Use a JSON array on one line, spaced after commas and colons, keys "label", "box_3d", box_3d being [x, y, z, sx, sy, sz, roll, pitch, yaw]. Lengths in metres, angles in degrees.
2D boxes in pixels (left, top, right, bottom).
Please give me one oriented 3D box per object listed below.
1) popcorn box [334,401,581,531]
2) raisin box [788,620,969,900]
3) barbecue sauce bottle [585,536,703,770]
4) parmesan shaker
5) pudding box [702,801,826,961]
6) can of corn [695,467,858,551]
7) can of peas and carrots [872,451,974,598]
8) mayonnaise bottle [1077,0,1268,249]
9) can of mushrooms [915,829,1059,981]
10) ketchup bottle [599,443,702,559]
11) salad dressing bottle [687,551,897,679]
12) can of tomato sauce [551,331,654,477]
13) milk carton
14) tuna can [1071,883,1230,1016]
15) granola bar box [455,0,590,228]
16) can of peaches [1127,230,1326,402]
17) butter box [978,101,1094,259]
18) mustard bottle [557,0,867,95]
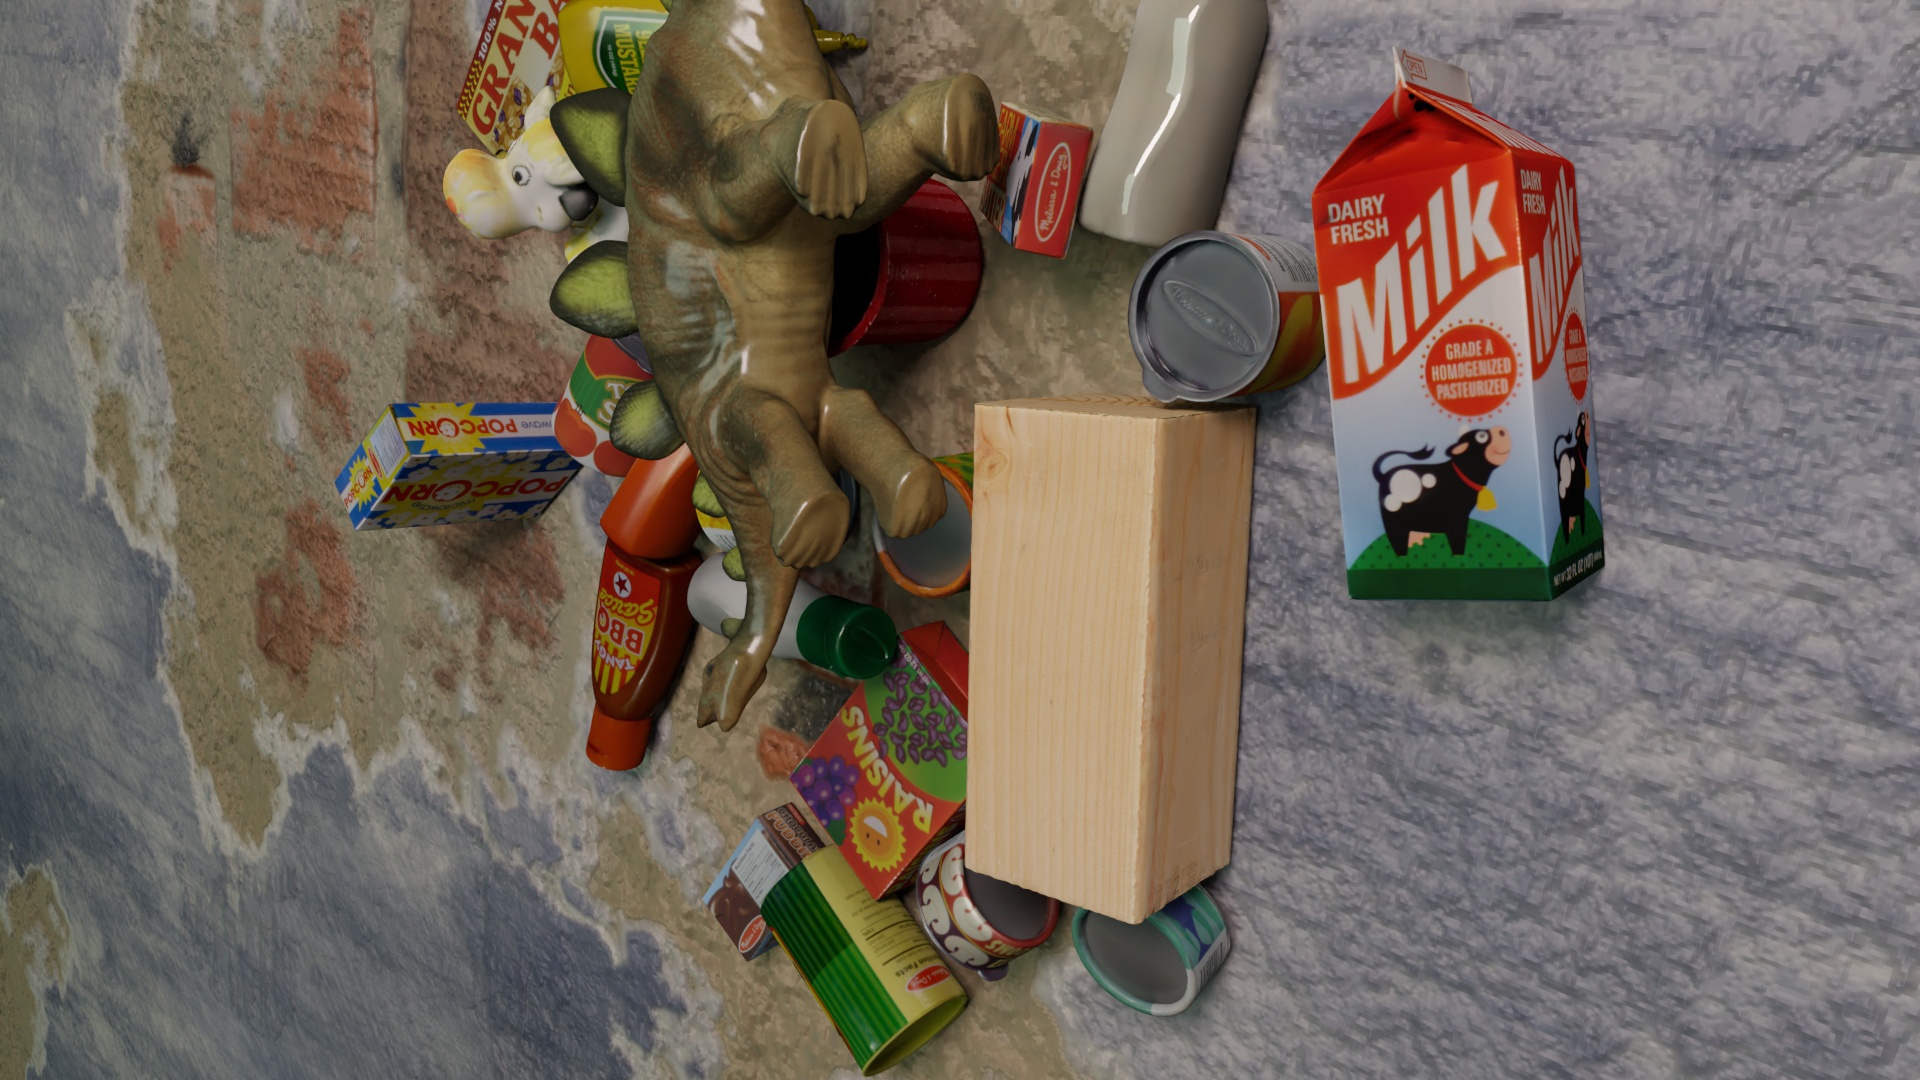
[{"label": "popcorn box", "box_3d": [-0.301, -0.047, 0.851, 0.085, 0.127, 0.038, -39, 70, 36]}, {"label": "raisin box", "box_3d": [-0.027, 0.114, 0.718, 0.086, 0.040, 0.122, 50, 123, 21]}, {"label": "barbecue sauce bottle", "box_3d": [-0.197, 0.069, 0.842, 0.065, 0.044, 0.148, 30, 115, 30]}, {"label": "parmesan shaker", "box_3d": [-0.051, 0.220, 0.738, 0.103, 0.071, 0.071, 49, 124, 25]}, {"label": "pudding box", "box_3d": [-0.112, 0.198, 0.805, 0.050, 0.030, 0.083, 47, 123, 21]}, {"label": "can of corn", "box_3d": [-0.096, -0.026, 0.733, 0.058, 0.071, 0.071, 4, 100, 38]}, {"label": "can of peas and carrots", "box_3d": [0.002, -0.008, 0.661, 0.071, 0.059, 0.070, 8, 103, 37]}, {"label": "mayonnaise bottle", "box_3d": [0.092, -0.192, 0.558, 0.041, 0.065, 0.147, 27, 109, 38]}, {"label": "can of mushrooms", "box_3d": [0.015, 0.175, 0.677, 0.033, 0.071, 0.071, -40, 73, 35]}, {"label": "ketchup bottle", "box_3d": [-0.141, -0.058, 0.767, 0.043, 0.065, 0.148, 41, 112, 17]}, {"label": "salad dressing bottle", "box_3d": [-0.089, 0.040, 0.726, 0.147, 0.064, 0.044, 13, 66, 51]}, {"label": "can of tomato sauce", "box_3d": [-0.188, -0.086, 0.793, 0.071, 0.071, 0.082, 51, 125, 20]}, {"label": "milk carton", "box_3d": [0.178, -0.077, 0.500, 0.073, 0.072, 0.190, -3, 96, 39]}, {"label": "tuna can", "box_3d": [0.084, 0.179, 0.633, 0.071, 0.033, 0.070, 21, 127, 30]}, {"label": "granola bar box", "box_3d": [-0.225, -0.285, 0.807, 0.124, 0.039, 0.164, 48, 123, 22]}, {"label": "can of peaches", "box_3d": [0.109, -0.089, 0.562, 0.071, 0.058, 0.071, 8, 104, 37]}, {"label": "butter box", "box_3d": [0.031, -0.157, 0.596, 0.104, 0.024, 0.053, -109, 30, -67]}, {"label": "mustard bottle", "box_3d": [-0.125, -0.254, 0.710, 0.160, 0.049, 0.065, 3, 126, 17]}]
